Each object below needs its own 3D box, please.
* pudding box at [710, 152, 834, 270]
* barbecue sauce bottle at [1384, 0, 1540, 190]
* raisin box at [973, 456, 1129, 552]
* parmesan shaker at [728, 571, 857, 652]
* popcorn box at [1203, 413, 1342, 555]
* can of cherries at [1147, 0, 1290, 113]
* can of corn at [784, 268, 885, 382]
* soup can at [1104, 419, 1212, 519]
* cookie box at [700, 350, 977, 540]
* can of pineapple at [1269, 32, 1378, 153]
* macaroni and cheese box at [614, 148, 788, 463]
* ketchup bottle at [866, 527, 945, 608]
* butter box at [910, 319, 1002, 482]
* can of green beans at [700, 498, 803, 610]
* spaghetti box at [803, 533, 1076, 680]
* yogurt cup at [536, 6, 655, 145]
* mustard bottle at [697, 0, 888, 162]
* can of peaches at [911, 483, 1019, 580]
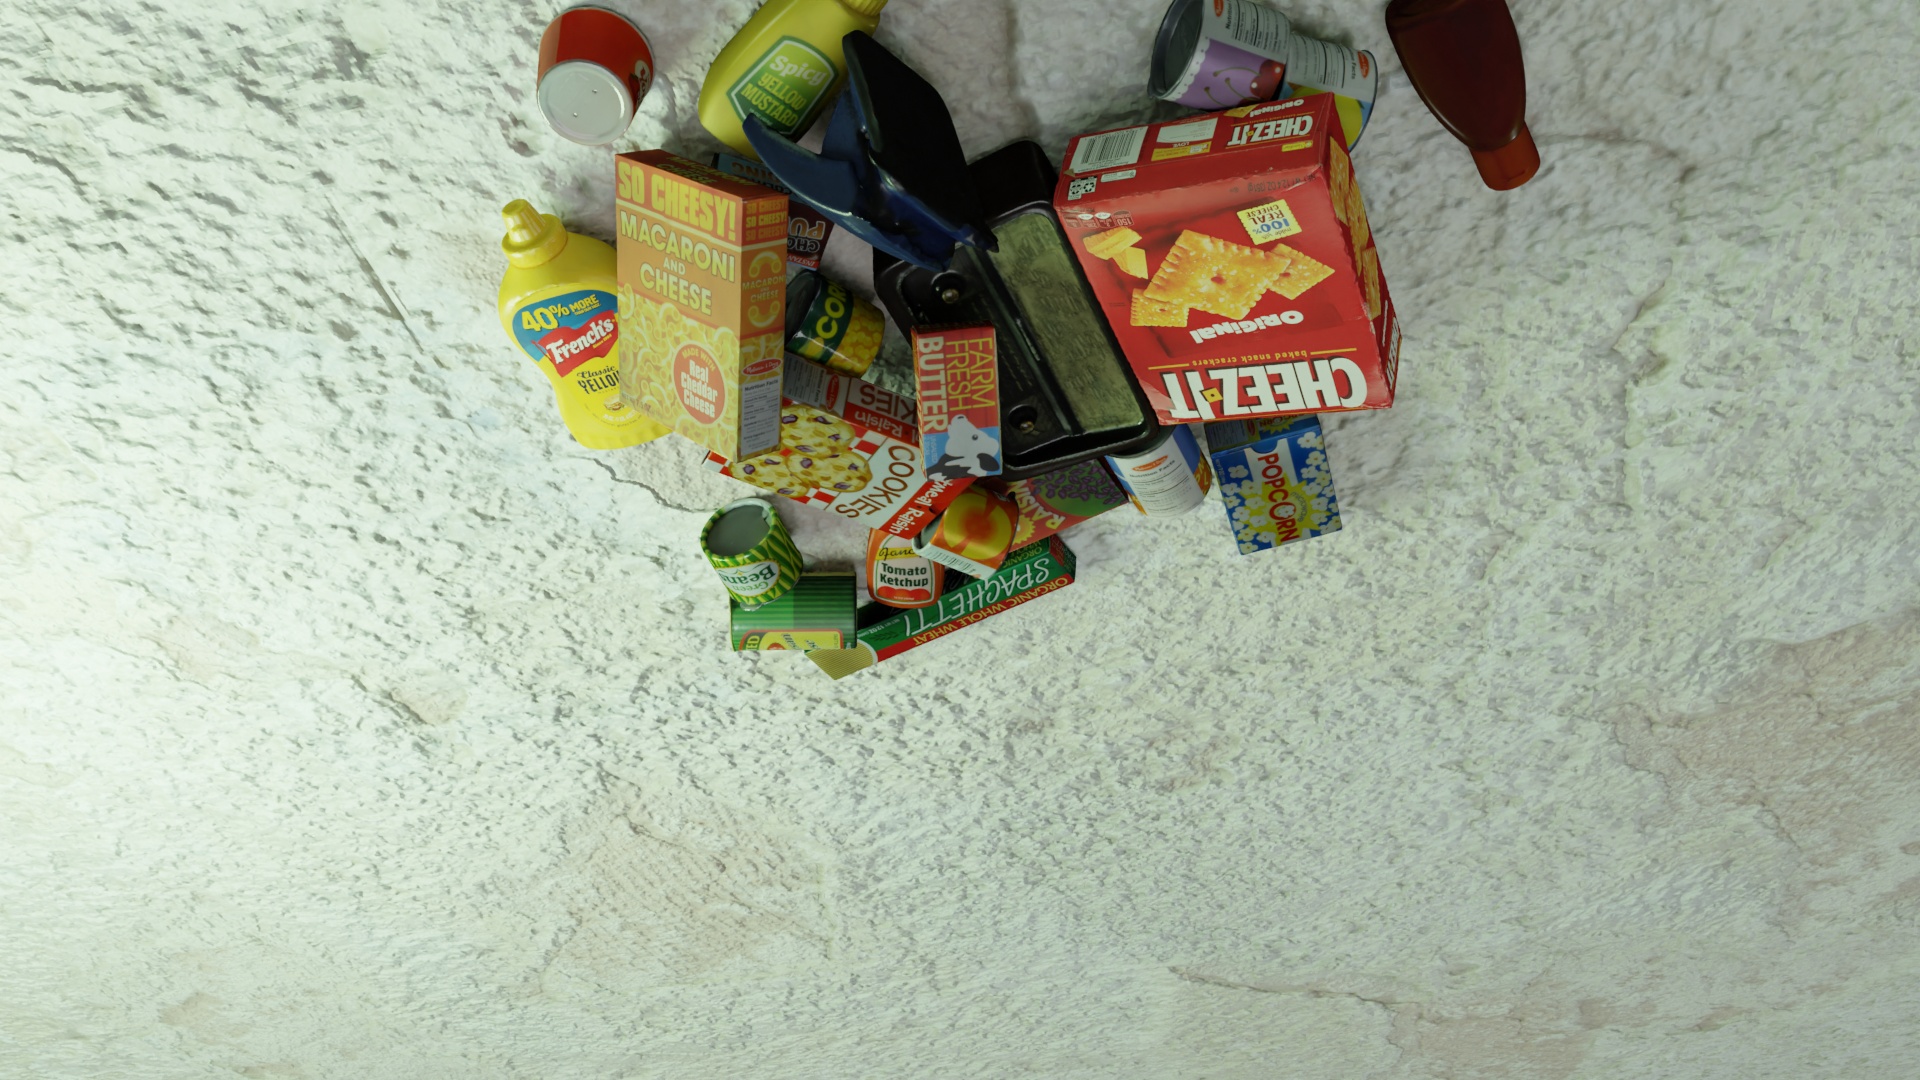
[{"bbox_3d":[-0.125,-0.211,0.896,0.084,0.030,0.049,14,135,-18],"label":"pudding box"},{"bbox_3d":[0.314,-0.277,0.848,0.064,0.044,0.148,-26,133,23],"label":"barbecue sauce bottle"},{"bbox_3d":[0.057,-0.043,1.085,0.123,0.040,0.086,-23,135,21],"label":"raisin box"},{"bbox_3d":[-0.138,0.059,1.157,0.103,0.072,0.071,-1,137,-3],"label":"parmesan shaker"},{"bbox_3d":[0.247,-0.049,1.093,0.085,0.038,0.126,-15,136,13],"label":"popcorn box"},{"bbox_3d":[0.150,-0.283,0.814,0.058,0.072,0.071,11,135,-17],"label":"can of cherries"},{"bbox_3d":[-0.091,-0.143,0.944,0.058,0.071,0.071,27,129,-30],"label":"can of corn"},{"bbox_3d":[0.146,-0.067,1.046,0.071,0.072,0.083,-20,139,17],"label":"soup can"},{"bbox_3d":[-0.082,-0.064,0.972,0.167,0.040,0.122,20,149,-19],"label":"cookie box"},{"bbox_3d":[0.208,-0.266,0.835,0.058,0.071,0.070,9,136,-13],"label":"can of pineapple"},{"bbox_3d":[-0.163,-0.148,0.868,0.040,0.124,0.165,-23,129,-44],"label":"macaroni and cheese box"},{"bbox_3d":[-0.043,-0.009,1.111,0.065,0.044,0.148,5,136,1],"label":"ketchup bottle"},{"bbox_3d":[-0.002,-0.091,0.902,0.053,0.024,0.103,-7,116,-7],"label":"butter box"},{"bbox_3d":[-0.166,0.009,1.104,0.071,0.071,0.057,-13,136,10],"label":"can of green beans"},{"bbox_3d":[-0.020,0.057,1.194,0.249,0.029,0.050,-23,135,20],"label":"spaghetti box"},{"bbox_3d":[-0.216,-0.268,0.811,0.072,0.054,0.072,-2,136,-2],"label":"yogurt cup"},{"bbox_3d":[-0.087,-0.290,0.800,0.065,0.049,0.159,26,130,-33],"label":"mustard bottle"},{"bbox_3d":[0.004,-0.013,1.038,0.058,0.071,0.071,21,132,-18],"label":"can of peaches"}]
